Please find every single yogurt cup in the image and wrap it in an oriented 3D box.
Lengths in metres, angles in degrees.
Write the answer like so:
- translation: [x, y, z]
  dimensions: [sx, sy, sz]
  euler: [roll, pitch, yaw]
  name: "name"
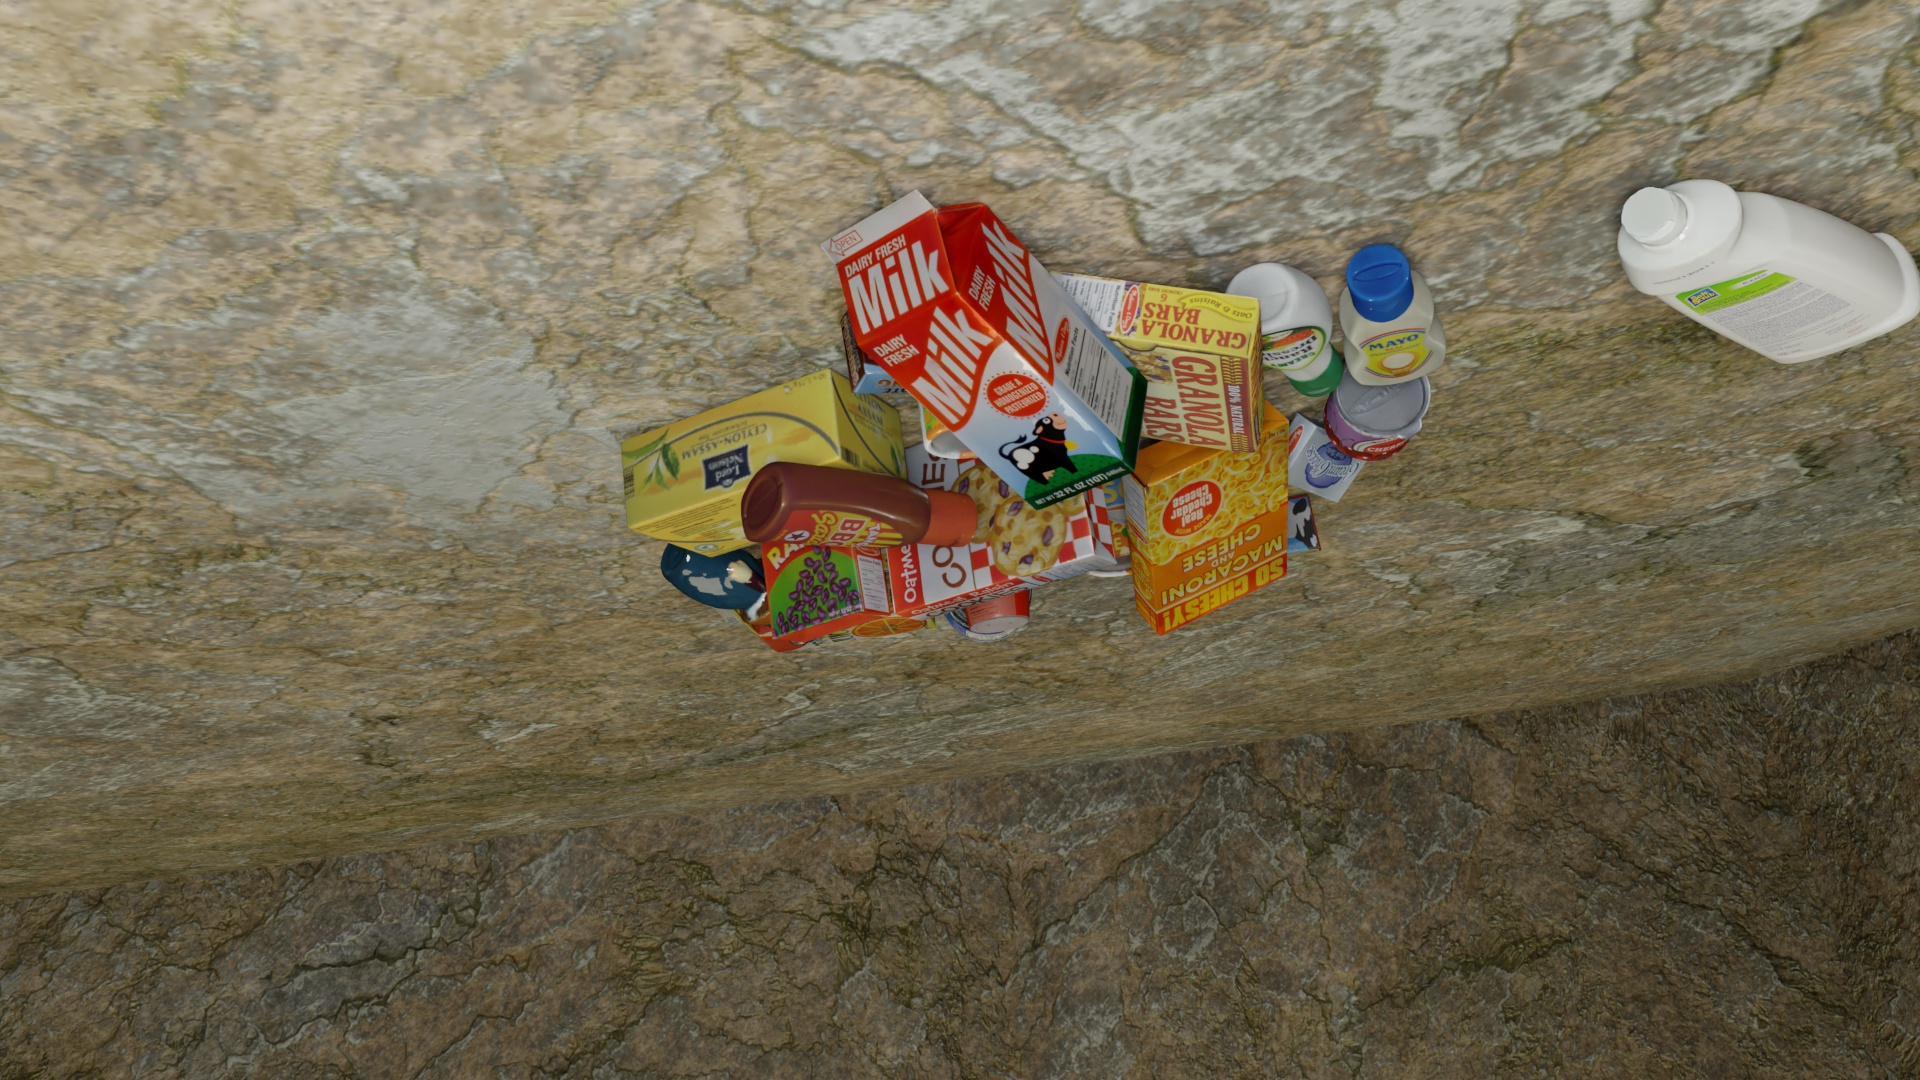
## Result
- translation: [0.031, 0.050, 1.241]
  dimensions: [0.072, 0.054, 0.072]
  euler: [-8, 162, -2]
  name: "yogurt cup"

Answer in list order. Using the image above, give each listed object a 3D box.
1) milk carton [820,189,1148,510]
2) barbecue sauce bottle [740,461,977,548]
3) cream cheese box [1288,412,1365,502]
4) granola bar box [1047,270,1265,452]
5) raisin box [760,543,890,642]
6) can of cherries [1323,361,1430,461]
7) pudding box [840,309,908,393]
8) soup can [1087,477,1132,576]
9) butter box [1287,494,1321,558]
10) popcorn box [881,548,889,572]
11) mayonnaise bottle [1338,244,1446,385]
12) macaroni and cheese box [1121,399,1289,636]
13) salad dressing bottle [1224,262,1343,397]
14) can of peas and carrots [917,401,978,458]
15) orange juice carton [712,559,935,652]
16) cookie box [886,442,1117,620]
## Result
- translation: [0.014, -0.107, 0.740]
  dimensions: [0.072, 0.074, 0.190]
  euler: [-21, 131, 37]
  name: "milk carton"
- translation: [-0.059, -0.019, 0.877]
  dimensions: [0.149, 0.044, 0.064]
  euler: [5, 154, -34]
  name: "barbecue sauce bottle"
- translation: [0.286, -0.065, 1.113]
  dimensions: [0.104, 0.024, 0.053]
  euler: [12, 114, -49]
  name: "cream cheese box"
- translation: [0.121, -0.105, 0.850]
  dimensions: [0.124, 0.039, 0.165]
  euler: [11, 168, 16]
  name: "granola bar box"
- translation: [-0.104, 0.006, 1.030]
  dimensions: [0.086, 0.123, 0.040]
  euler: [-18, 162, 29]
  name: "raisin box"
- translation: [0.296, -0.094, 0.990]
  dimensions: [0.071, 0.071, 0.058]
  euler: [-9, 163, 3]
  name: "can of cherries"
- translation: [-0.024, -0.112, 0.812]
  dimensions: [0.084, 0.050, 0.030]
  euler: [-1, 160, -22]
  name: "pudding box"
- translation: [0.129, -0.020, 1.127]
  dimensions: [0.071, 0.084, 0.071]
  euler: [-8, 162, -2]
  name: "soup can"
- translation: [0.281, -0.005, 1.302]
  dimensions: [0.103, 0.053, 0.024]
  euler: [-12, 165, 14]
  name: "butter box"
- translation: [-0.073, -0.001, 1.171]
  dimensions: [0.127, 0.038, 0.085]
  euler: [-3, 163, -17]
  name: "popcorn box"
- translation: [0.269, -0.140, 0.875]
  dimensions: [0.064, 0.041, 0.148]
  euler: [-12, 163, 19]
  name: "mayonnaise bottle"
- translation: [0.190, -0.016, 1.064]
  dimensions: [0.124, 0.040, 0.165]
  euler: [-24, 136, -12]
  name: "macaroni and cheese box"
- translation: [0.210, -0.129, 0.880]
  dimensions: [0.064, 0.044, 0.147]
  euler: [-12, 163, 25]
  name: "salad dressing bottle"
- translation: [0.007, -0.091, 0.881]
  dimensions: [0.071, 0.059, 0.070]
  euler: [-8, 163, -2]
  name: "can of peas and carrots"
- translation: [-0.125, 0.053, 1.262]
  dimensions: [0.193, 0.073, 0.071]
  euler: [-9, 163, 4]
  name: "orange juice carton"
- translation: [0.022, -0.022, 1.002]
  dimensions: [0.167, 0.123, 0.040]
  euler: [-18, 159, 29]
  name: "cookie box"
